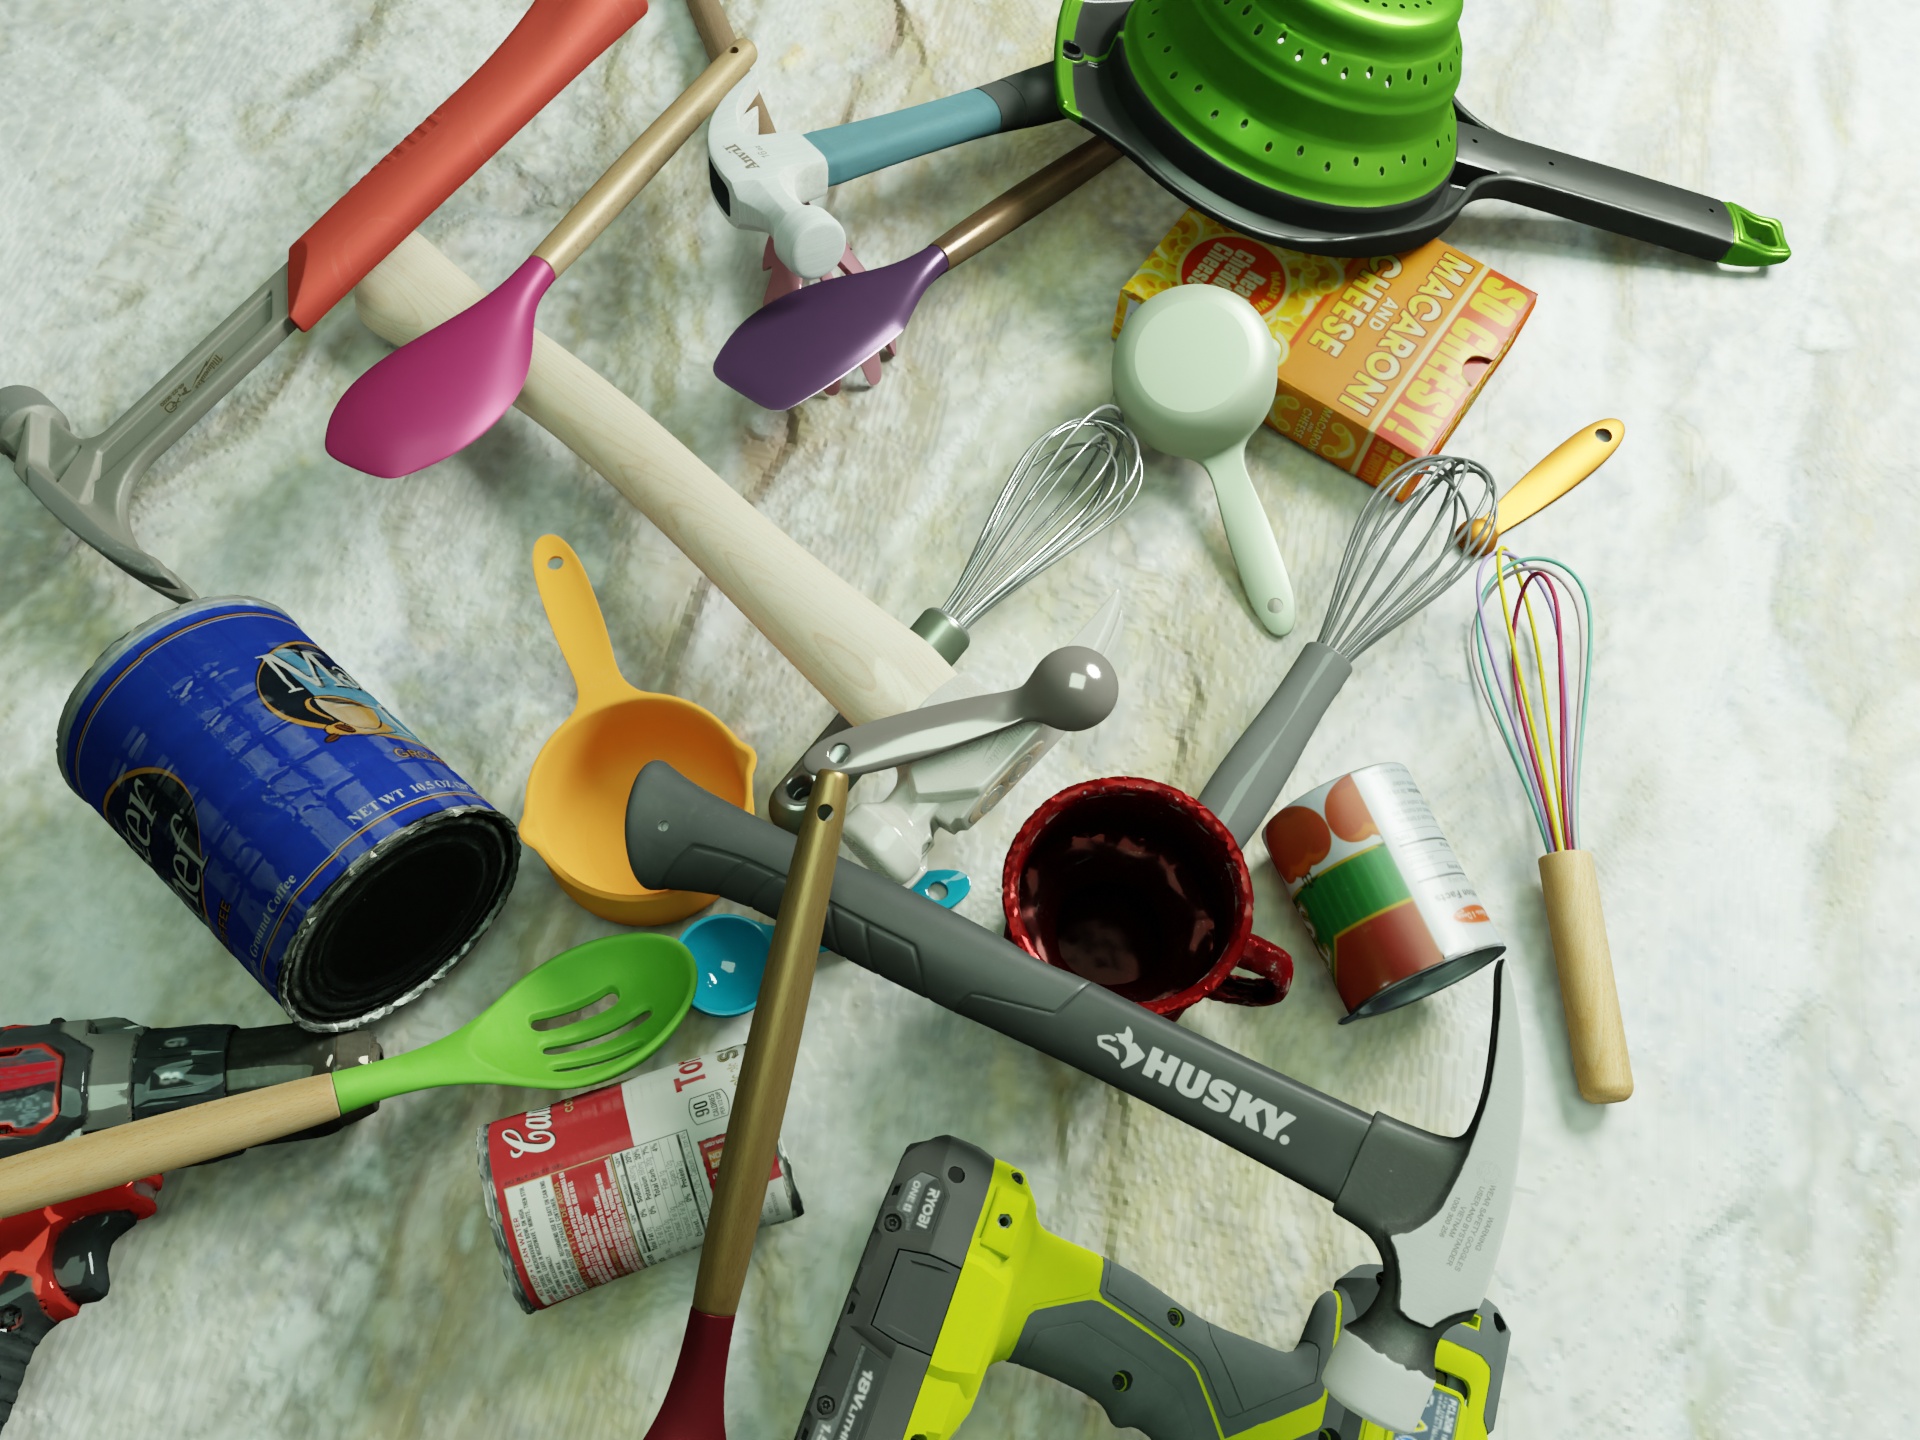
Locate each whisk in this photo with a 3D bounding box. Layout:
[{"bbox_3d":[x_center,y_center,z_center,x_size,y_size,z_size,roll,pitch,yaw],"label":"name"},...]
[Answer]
[{"bbox_3d":[0.254,0.037,0.674,0.051,0.047,0.245,-4,69,4],"label":"whisk"},{"bbox_3d":[0.160,-0.024,0.685,0.055,0.055,0.239,34,77,12],"label":"whisk"},{"bbox_3d":[-0.001,-0.047,0.692,0.058,0.059,0.246,31,71,24],"label":"whisk"}]

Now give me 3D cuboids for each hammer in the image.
[{"bbox_3d":[-0.268,-0.216,0.720,0.149,0.036,0.359,36,77,22],"label":"hammer"},{"bbox_3d":[-0.120,-0.108,0.692,0.411,0.038,0.146,40,78,21],"label":"hammer"},{"bbox_3d":[0.024,-0.305,0.791,0.331,0.033,0.128,-26,56,-25],"label":"hammer"},{"bbox_3d":[0.026,0.091,0.545,0.335,0.035,0.146,24,87,18],"label":"hammer"}]

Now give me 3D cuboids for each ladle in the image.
[{"bbox_3d":[-0.075,0.171,0.533,0.069,0.031,0.315,12,85,-4],"label":"ladle"}]

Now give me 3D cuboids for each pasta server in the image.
[{"bbox_3d":[-0.104,-0.298,0.816,0.060,0.040,0.316,-17,63,-11],"label":"pasta server"}]

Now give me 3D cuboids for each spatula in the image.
[{"bbox_3d":[0.003,-0.234,0.767,0.060,0.018,0.316,35,57,22],"label":"spatula"}]

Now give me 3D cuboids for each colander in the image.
[{"bbox_3d":[0.247,-0.307,0.768,0.397,0.094,0.205,12,54,-10],"label":"colander"}]

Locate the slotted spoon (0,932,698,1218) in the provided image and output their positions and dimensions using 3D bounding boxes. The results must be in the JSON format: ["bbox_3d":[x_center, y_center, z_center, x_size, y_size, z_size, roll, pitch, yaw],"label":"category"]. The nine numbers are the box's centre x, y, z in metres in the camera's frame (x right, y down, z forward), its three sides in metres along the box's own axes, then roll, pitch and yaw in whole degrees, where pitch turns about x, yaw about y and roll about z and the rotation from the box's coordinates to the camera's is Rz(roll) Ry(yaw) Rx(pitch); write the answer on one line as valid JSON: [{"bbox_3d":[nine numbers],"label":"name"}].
[{"bbox_3d":[-0.241,0.134,0.544,0.313,0.031,0.070,-13,36,-23],"label":"slotted spoon"}]

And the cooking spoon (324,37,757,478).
[{"bbox_3d":[-0.179,-0.224,0.732,0.069,0.017,0.319,22,59,15],"label":"cooking spoon"}]

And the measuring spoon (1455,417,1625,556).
[{"bbox_3d":[0.280,-0.115,0.760,0.117,0.011,0.021,-36,72,-18],"label":"measuring spoon"}]

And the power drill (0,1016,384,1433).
[{"bbox_3d":[-0.293,0.208,0.538,0.188,0.080,0.227,-5,61,-14],"label":"power drill"}]

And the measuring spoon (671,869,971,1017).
[{"bbox_3d":[-0.055,0.088,0.644,0.128,0.021,0.042,-17,66,-21],"label":"measuring spoon"}]

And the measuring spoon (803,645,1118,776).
[{"bbox_3d":[-0.001,-0.002,0.599,0.124,0.018,0.034,-16,65,1],"label":"measuring spoon"}]

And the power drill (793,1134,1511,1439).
[{"bbox_3d":[0.061,0.257,0.537,0.228,0.080,0.191,21,64,3],"label":"power drill"}]

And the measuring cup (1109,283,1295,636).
[{"bbox_3d":[0.119,-0.119,0.718,0.083,0.038,0.168,-19,81,9],"label":"measuring cup"}]

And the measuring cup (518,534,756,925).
[{"bbox_3d":[-0.143,0.004,0.656,0.095,0.052,0.174,-20,66,-12],"label":"measuring cup"}]
